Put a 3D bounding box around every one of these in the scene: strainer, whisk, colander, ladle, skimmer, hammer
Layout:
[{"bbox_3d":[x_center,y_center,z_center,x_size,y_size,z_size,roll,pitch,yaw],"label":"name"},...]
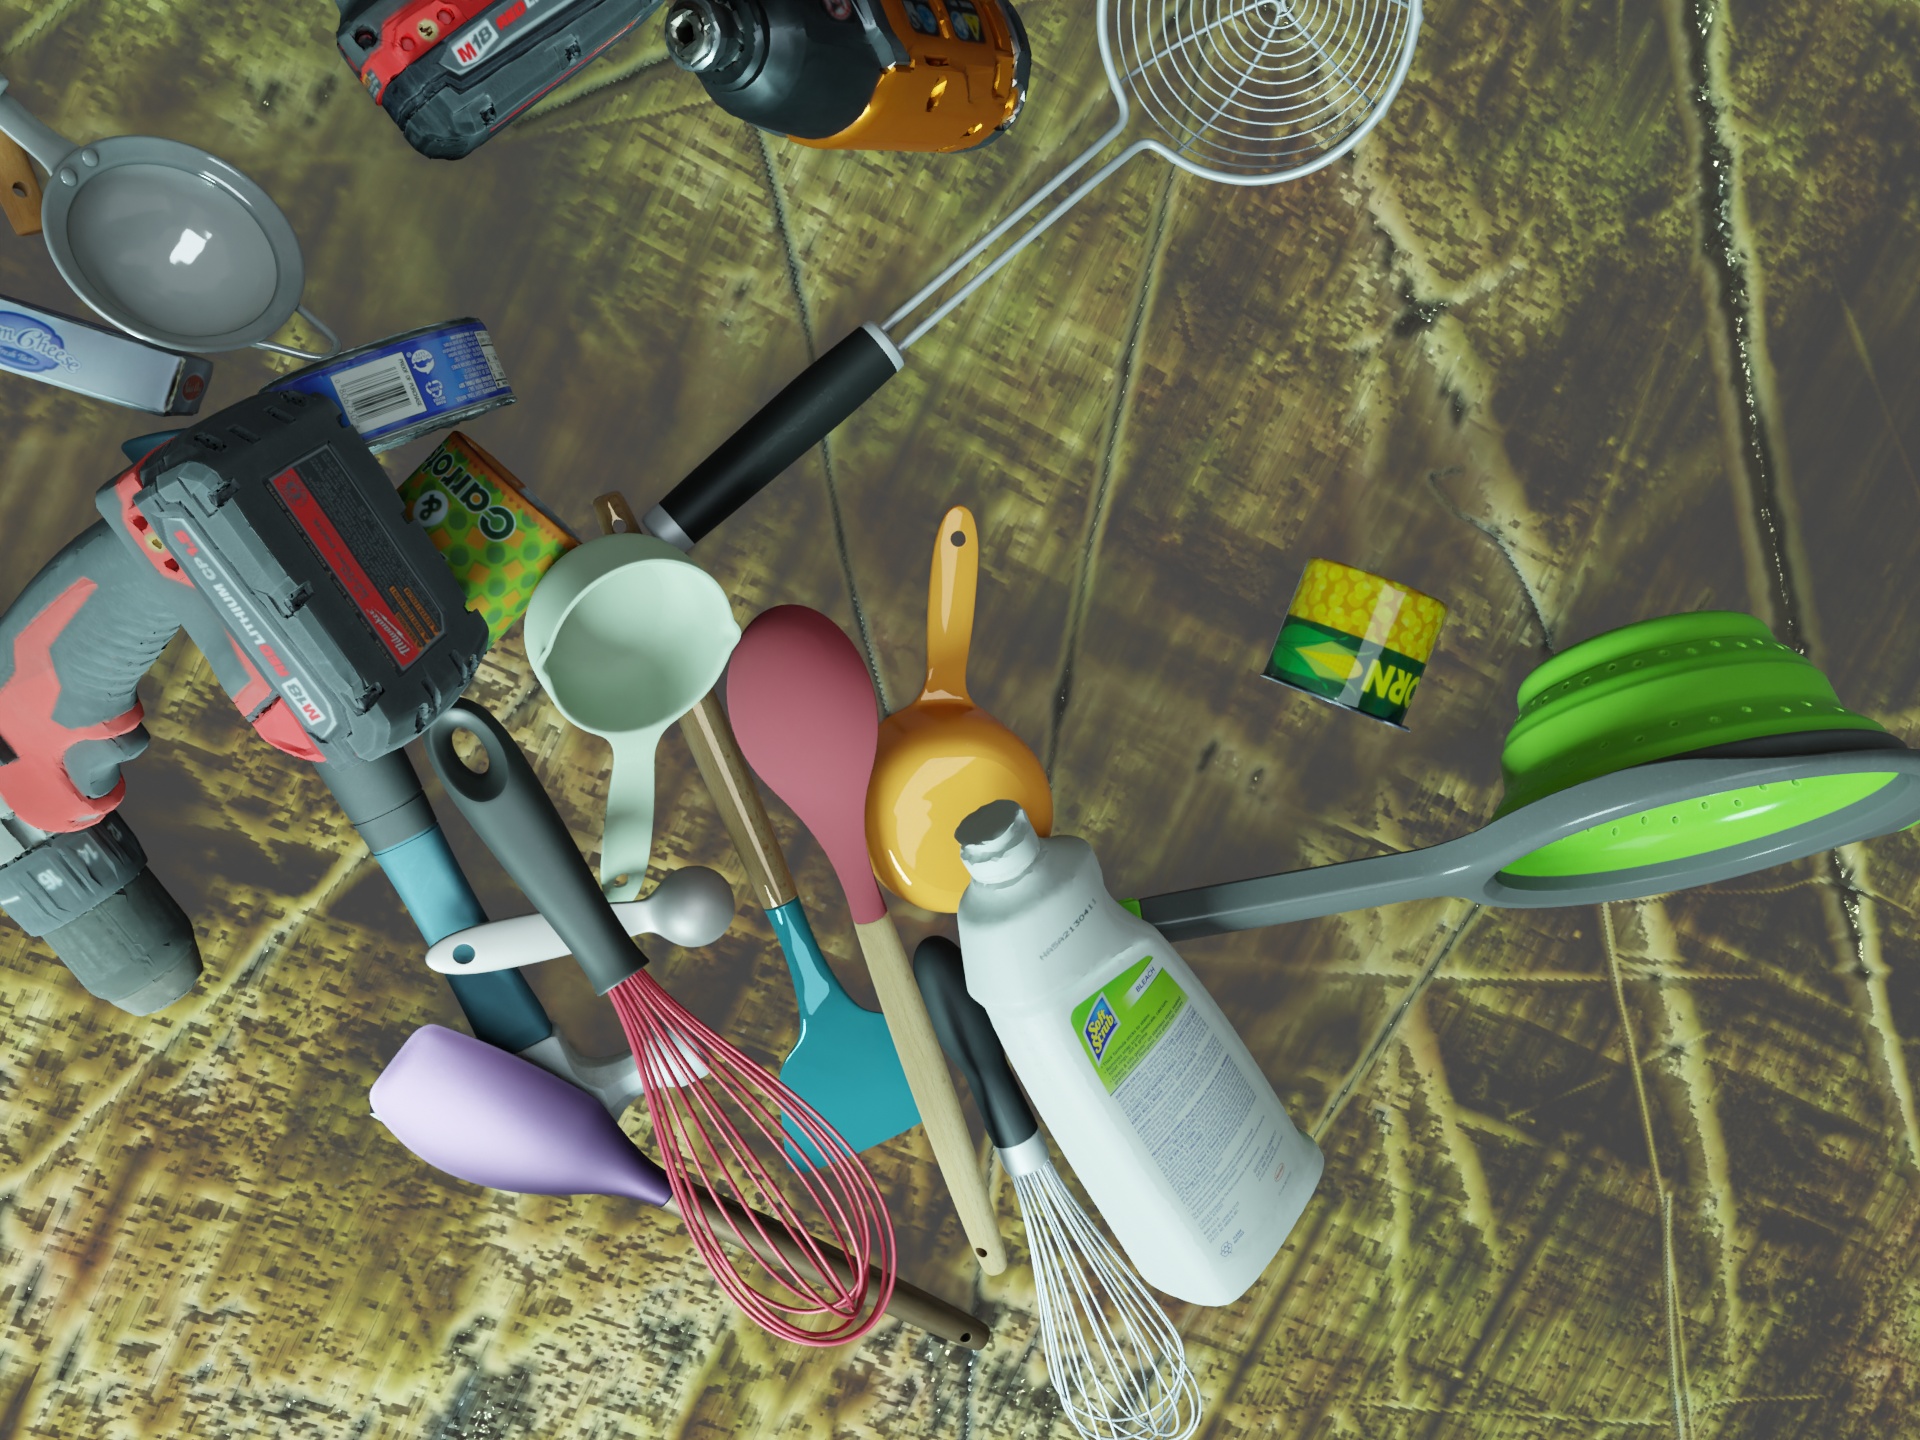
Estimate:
[{"bbox_3d":[-0.327,-0.209,0.541,0.258,0.050,0.087,44,48,-26],"label":"strainer"},{"bbox_3d":[0.040,0.225,0.732,0.070,0.070,0.284,-25,102,-8],"label":"whisk"},{"bbox_3d":[-0.119,0.116,0.617,0.073,0.073,0.296,-34,92,-5],"label":"whisk"},{"bbox_3d":[0.236,0.027,0.718,0.397,0.204,0.095,-10,70,4],"label":"colander"},{"bbox_3d":[-0.030,0.103,0.663,0.069,0.031,0.315,-7,111,29],"label":"ladle"},{"bbox_3d":[0.017,-0.190,0.620,0.363,0.090,0.127,-41,99,-2],"label":"skimmer"},{"bbox_3d":[-0.228,0.034,0.637,0.128,0.033,0.331,-26,106,-9],"label":"hammer"}]

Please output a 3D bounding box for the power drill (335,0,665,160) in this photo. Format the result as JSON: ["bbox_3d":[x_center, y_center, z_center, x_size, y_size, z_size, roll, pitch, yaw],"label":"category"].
[{"bbox_3d":[-0.200,-0.317,0.534,0.143,0.079,0.219,-41,113,-9],"label":"power drill"}]

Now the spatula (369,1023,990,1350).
[{"bbox_3d":[-0.108,0.216,0.692,0.315,0.018,0.060,34,98,-26],"label":"spatula"}]

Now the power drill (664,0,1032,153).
[{"bbox_3d":[-0.070,-0.301,0.530,0.084,0.164,0.226,-19,96,35],"label":"power drill"}]

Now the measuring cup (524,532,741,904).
[{"bbox_3d":[-0.137,0.002,0.633,0.083,0.038,0.167,-12,130,-33],"label":"measuring cup"}]

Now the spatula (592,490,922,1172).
[{"bbox_3d":[-0.090,0.053,0.681,0.082,0.044,0.317,-23,101,-8],"label":"spatula"}]

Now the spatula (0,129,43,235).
[{"bbox_3d":[-0.371,-0.325,0.523,0.081,0.041,0.322,-27,110,-33],"label":"spatula"}]

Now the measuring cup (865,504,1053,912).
[{"bbox_3d":[-0.001,-0.002,0.674,0.095,0.052,0.173,1,103,-14],"label":"measuring cup"}]

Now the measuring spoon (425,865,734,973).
[{"bbox_3d":[-0.151,0.085,0.640,0.124,0.018,0.034,-10,101,-16],"label":"measuring spoon"}]

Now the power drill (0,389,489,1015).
[{"bbox_3d":[-0.281,0.004,0.561,0.226,0.080,0.187,-21,111,21],"label":"power drill"}]
